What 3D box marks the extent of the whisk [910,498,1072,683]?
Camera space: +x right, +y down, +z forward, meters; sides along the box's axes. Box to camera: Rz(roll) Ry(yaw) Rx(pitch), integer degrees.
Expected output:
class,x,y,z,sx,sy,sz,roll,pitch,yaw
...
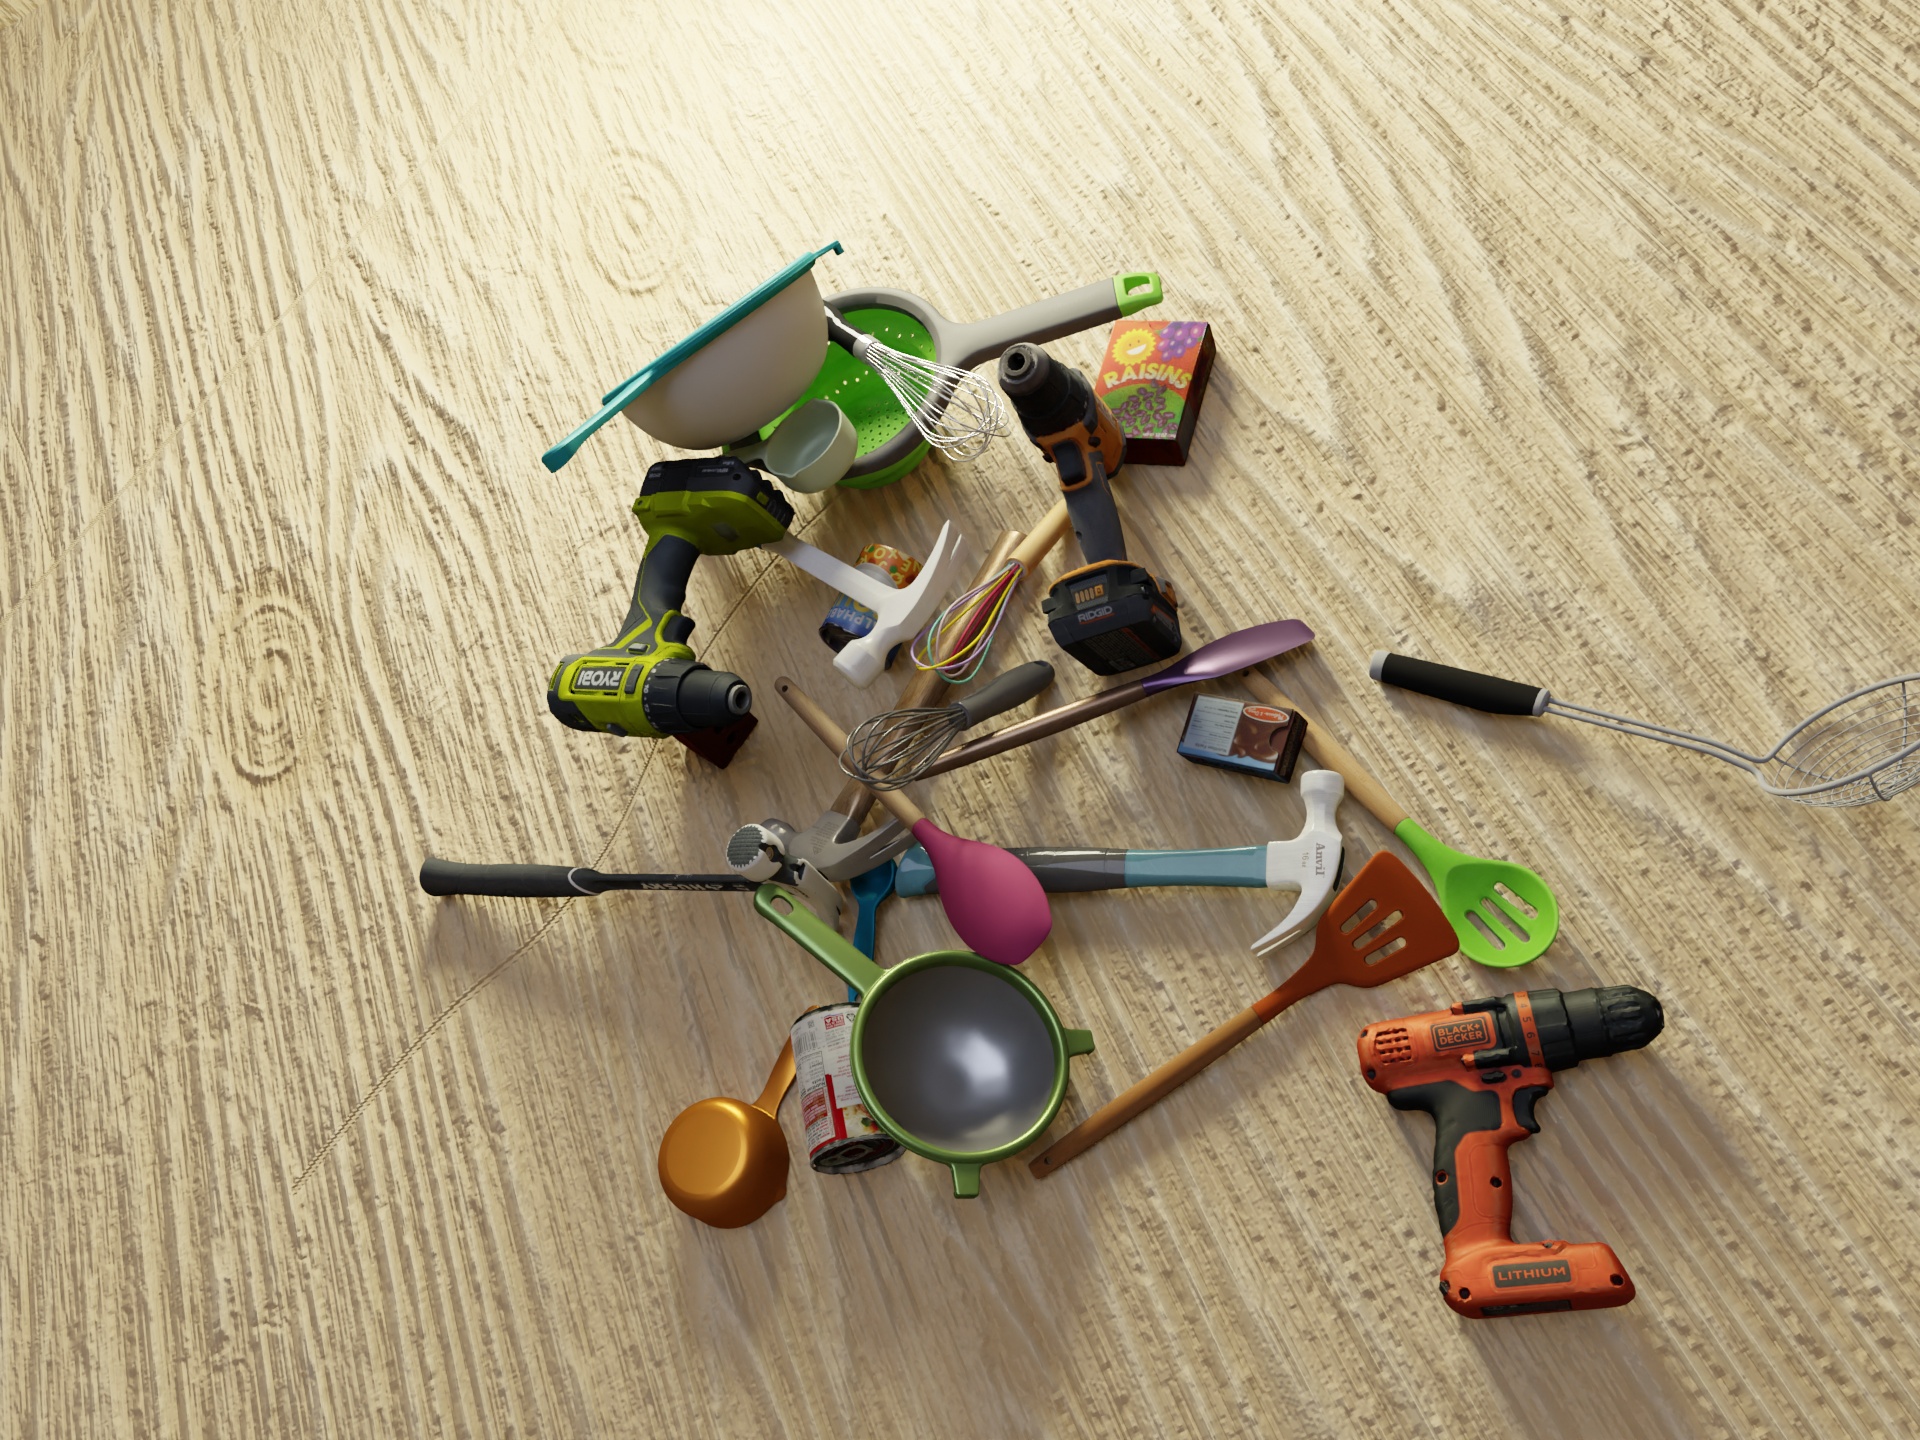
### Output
class,x,y,z,sx,sy,sz,roll,pitch,yaw
whisk,0.037,-0.106,1.235,0.051,0.047,0.245,41,48,-2

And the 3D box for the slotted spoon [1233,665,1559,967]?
class,x,y,z,sx,sy,sz,roll,pitch,yaw
slotted spoon,0.292,0.055,1.106,0.070,0.031,0.314,-45,54,7

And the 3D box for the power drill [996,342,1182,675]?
class,x,y,z,sx,sy,sz,roll,pitch,yaw
power drill,0.090,-0.163,1.193,0.084,0.185,0.226,-17,72,19

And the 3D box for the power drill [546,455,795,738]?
class,x,y,z,sx,sy,sz,roll,pitch,yaw
power drill,-0.216,-0.091,1.260,0.191,0.080,0.229,2,66,36

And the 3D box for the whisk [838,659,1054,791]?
class,x,y,z,sx,sy,sz,roll,pitch,yaw
whisk,-0.003,-0.003,1.171,0.055,0.055,0.239,23,32,30

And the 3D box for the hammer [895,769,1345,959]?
class,x,y,z,sx,sy,sz,roll,pitch,yaw
hammer,0.108,0.105,1.144,0.331,0.033,0.128,-3,69,23

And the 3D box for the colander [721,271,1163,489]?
class,x,y,z,sx,sy,sz,roll,pitch,yaw
colander,-0.011,-0.290,1.371,0.397,0.094,0.205,-14,59,15

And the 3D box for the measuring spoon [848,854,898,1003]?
class,x,y,z,sx,sy,sz,roll,pitch,yaw
measuring spoon,-0.066,0.162,1.202,0.042,0.021,0.129,-6,69,35

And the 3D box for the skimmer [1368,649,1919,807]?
class,x,y,z,sx,sy,sz,roll,pitch,yaw
skimmer,0.448,-0.022,1.047,0.363,0.090,0.127,17,38,31

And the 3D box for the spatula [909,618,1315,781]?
class,x,y,z,sx,sy,sz,roll,pitch,yaw
spatula,0.111,-0.016,1.187,0.316,0.018,0.060,-21,26,-2

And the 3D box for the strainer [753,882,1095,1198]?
class,x,y,z,sx,sy,sz,roll,pitch,yaw
strainer,-0.046,0.207,1.100,0.256,0.069,0.151,37,57,13

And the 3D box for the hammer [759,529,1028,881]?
class,x,y,z,sx,sy,sz,roll,pitch,yaw
hammer,-0.031,-0.016,1.258,0.130,0.031,0.331,15,65,42

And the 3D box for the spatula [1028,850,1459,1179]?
class,x,y,z,sx,sy,sz,roll,pitch,yaw
spatula,0.178,0.210,1.059,0.322,0.041,0.081,-36,75,3

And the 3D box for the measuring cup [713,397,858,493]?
class,x,y,z,sx,sy,sz,roll,pitch,yaw
measuring cup,-0.156,-0.213,1.316,0.167,0.038,0.083,-10,54,33

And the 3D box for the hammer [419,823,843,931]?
class,x,y,z,sx,sy,sz,roll,pitch,yaw
hammer,-0.275,0.127,1.254,0.409,0.149,0.036,-3,62,31

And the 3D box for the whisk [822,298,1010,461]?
class,x,y,z,sx,sy,sz,roll,pitch,yaw
whisk,-0.058,-0.291,1.302,0.070,0.070,0.285,-45,52,-5

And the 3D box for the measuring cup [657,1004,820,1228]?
class,x,y,z,sx,sy,sz,roll,pitch,yaw
measuring cup,-0.153,0.278,1.148,0.095,0.052,0.174,20,74,29

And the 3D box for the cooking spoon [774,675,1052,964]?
class,x,y,z,sx,sy,sz,roll,pitch,yaw
cooking spoon,-0.046,0.062,1.164,0.069,0.017,0.319,-49,57,3

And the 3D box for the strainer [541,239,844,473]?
class,x,y,z,sx,sy,sz,roll,pitch,yaw
strainer,-0.206,-0.250,1.257,0.211,0.095,0.340,-22,23,37

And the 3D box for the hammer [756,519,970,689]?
class,x,y,z,sx,sy,sz,roll,pitch,yaw
hammer,-0.147,-0.154,1.332,0.144,0.035,0.406,-49,43,-8
